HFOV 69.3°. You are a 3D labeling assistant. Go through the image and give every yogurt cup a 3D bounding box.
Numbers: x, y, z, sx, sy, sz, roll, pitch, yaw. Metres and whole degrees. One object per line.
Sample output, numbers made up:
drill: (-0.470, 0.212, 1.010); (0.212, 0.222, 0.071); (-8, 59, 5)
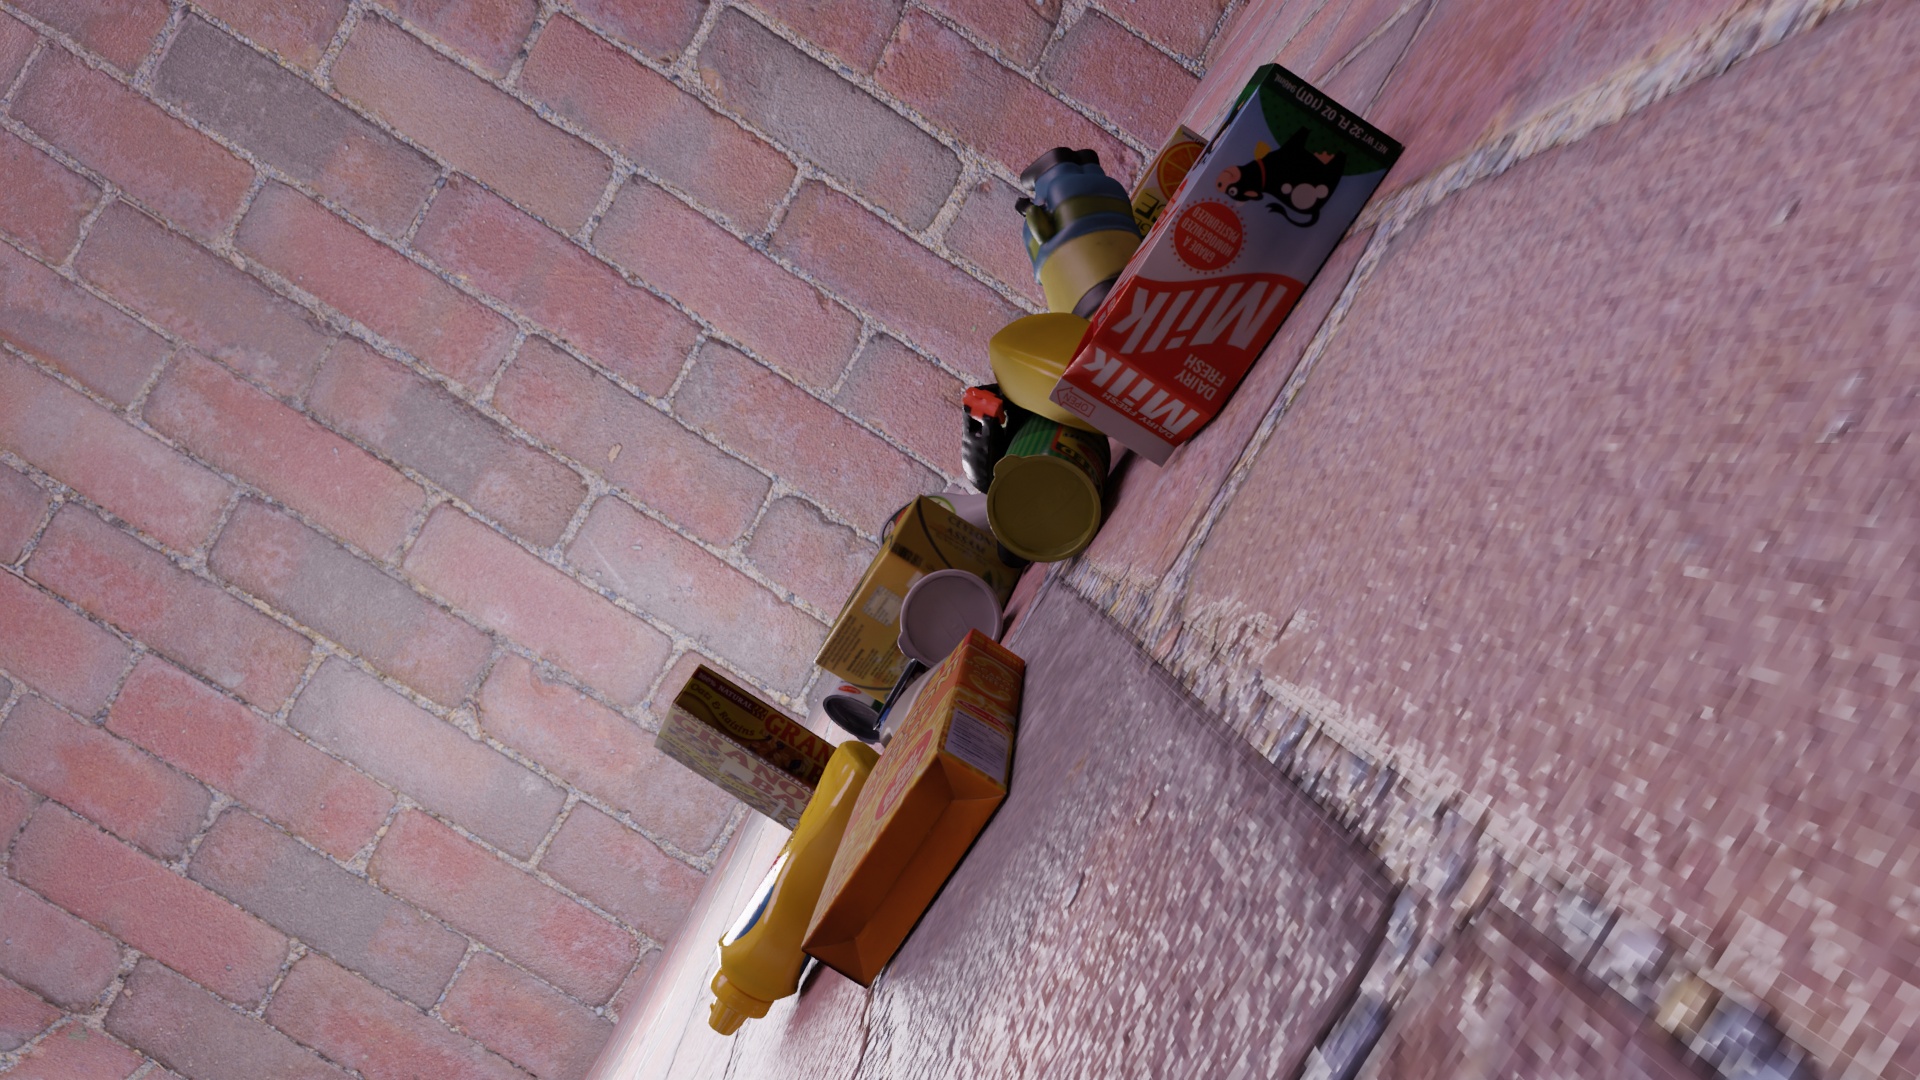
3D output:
yogurt cup: (-0.005, 0.054, 0.937); (0.072, 0.072, 0.054); (-58, -4, -2)

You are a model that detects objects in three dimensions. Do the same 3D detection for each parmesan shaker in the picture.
parmesan shaker: (0.054, -0.039, 0.843); (0.071, 0.071, 0.103); (-57, 4, 24)

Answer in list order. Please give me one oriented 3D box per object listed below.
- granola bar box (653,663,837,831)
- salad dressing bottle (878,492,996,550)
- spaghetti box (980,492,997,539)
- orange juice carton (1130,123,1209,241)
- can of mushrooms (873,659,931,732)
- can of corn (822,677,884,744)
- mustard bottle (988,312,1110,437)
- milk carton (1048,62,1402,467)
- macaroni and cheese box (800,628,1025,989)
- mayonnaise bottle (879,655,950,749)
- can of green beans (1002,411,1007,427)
granola bar box: (-0.145, 0.168, 1.048); (0.039, 0.165, 0.123); (-59, 3, -30)
salad dressing bottle: (0.004, -0.013, 1.072); (0.147, 0.044, 0.064); (-19, 61, 36)
spaghetti box: (0.078, -0.083, 1.052); (0.248, 0.050, 0.029); (-55, 4, 37)
orange juice carton: (0.149, -0.223, 1.086); (0.193, 0.072, 0.072); (-60, 4, -22)
can of mushrooms: (-0.032, 0.115, 1.016); (0.071, 0.033, 0.071); (-58, 3, 5)
can of corn: (-0.076, 0.134, 1.207); (0.058, 0.071, 0.071); (-60, 4, -33)
mustard bottle: (0.078, -0.093, 0.821); (0.065, 0.048, 0.160); (-27, 33, -18)
milk carton: (0.123, -0.130, 0.678); (0.190, 0.072, 0.074); (-57, 4, 18)
macaroni and cheese box: (-0.019, 0.127, 0.705); (0.123, 0.040, 0.167); (-56, 4, 16)
mayonnaise bottle: (-0.022, 0.112, 0.869); (0.065, 0.041, 0.147); (-56, 2, -18)
can of green beans: (0.058, -0.099, 1.304); (0.057, 0.071, 0.071); (-58, 4, 14)
